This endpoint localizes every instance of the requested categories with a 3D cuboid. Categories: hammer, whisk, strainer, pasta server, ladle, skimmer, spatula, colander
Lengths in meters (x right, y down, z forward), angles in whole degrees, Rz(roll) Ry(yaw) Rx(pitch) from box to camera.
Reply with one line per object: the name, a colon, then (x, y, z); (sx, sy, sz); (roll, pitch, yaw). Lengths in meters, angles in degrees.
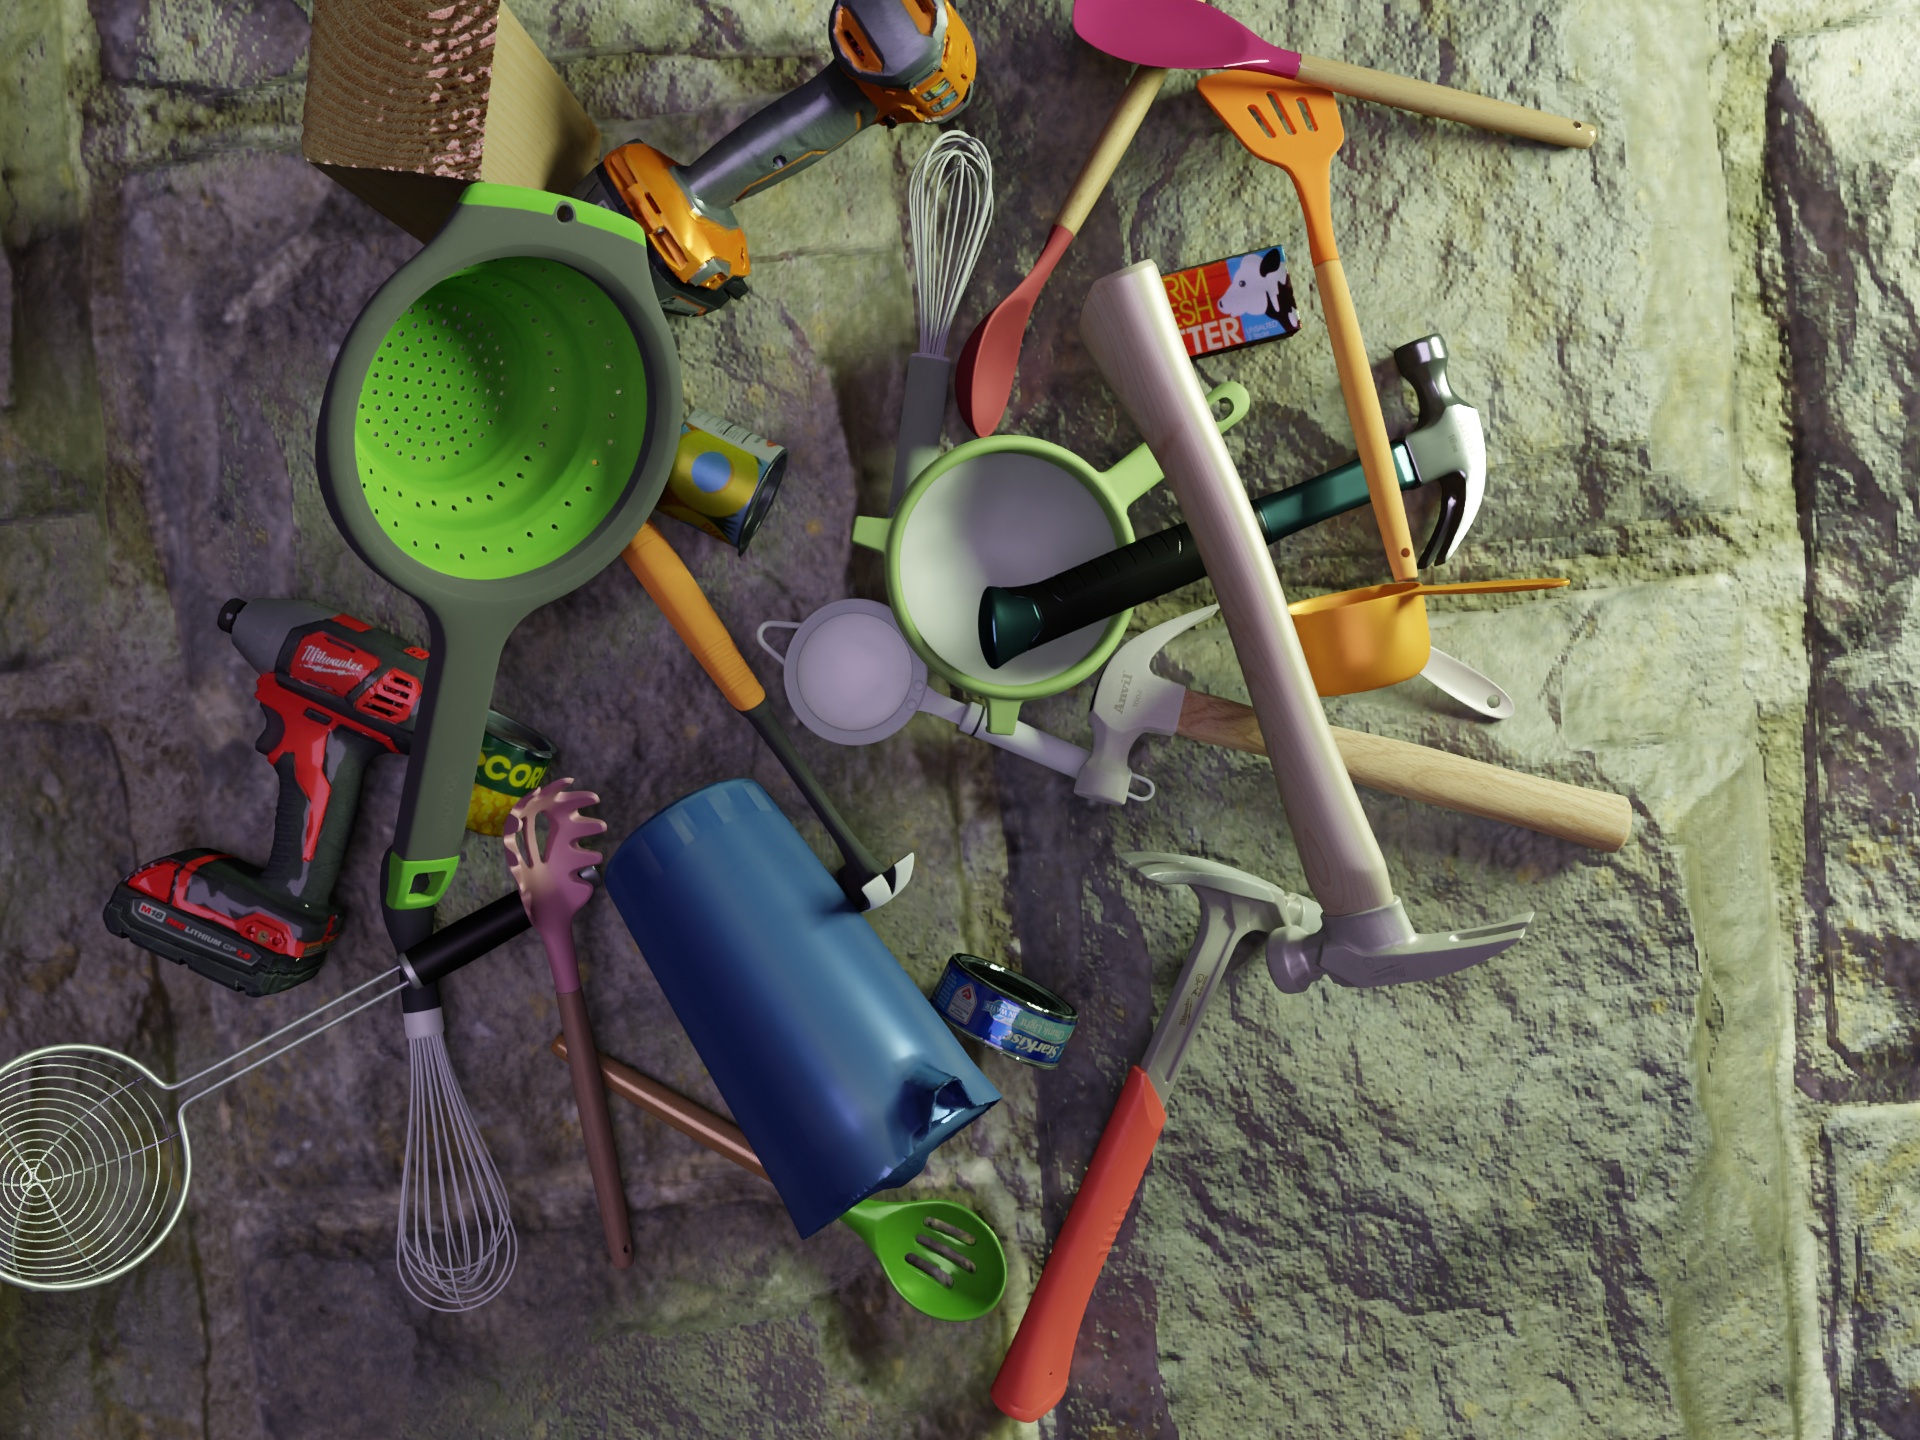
hammer: (0.092, 0.253, 0.947); (0.149, 0.037, 0.359); (18, 99, -33)
whisk: (-0.321, 0.215, 0.961); (0.070, 0.070, 0.284); (-9, 88, 1)
strainer: (0.063, -0.118, 0.941); (0.256, 0.069, 0.151); (-38, 99, -13)
hammer: (0.158, -0.109, 0.912); (0.331, 0.033, 0.128); (-23, 93, -13)
pasta server: (-0.223, 0.186, 0.943); (0.040, 0.060, 0.316); (5, 109, 42)
ladle: (0.073, -0.310, 0.933); (0.031, 0.069, 0.315); (28, 88, 18)
hammer: (0.169, -0.048, 0.846); (0.146, 0.038, 0.410); (-16, 101, 35)
hammer: (-0.138, -0.034, 0.923); (0.034, 0.127, 0.337); (-35, 87, -13)
skimmer: (-0.361, 0.174, 0.881); (0.363, 0.090, 0.127); (-29, 97, -19)
strainer: (-0.002, -0.003, 0.954); (0.258, 0.050, 0.087); (23, 88, -7)
spatula: (0.213, -0.234, 0.911); (0.081, 0.041, 0.323); (-12, 85, -9)
colander: (-0.278, -0.091, 0.861); (0.095, 0.204, 0.397); (29, 110, 37)
whisk: (-0.016, -0.222, 0.940); (0.058, 0.059, 0.246); (14, 99, 38)
hammer: (0.240, 0.020, 0.950); (0.331, 0.031, 0.130); (14, 83, -4)

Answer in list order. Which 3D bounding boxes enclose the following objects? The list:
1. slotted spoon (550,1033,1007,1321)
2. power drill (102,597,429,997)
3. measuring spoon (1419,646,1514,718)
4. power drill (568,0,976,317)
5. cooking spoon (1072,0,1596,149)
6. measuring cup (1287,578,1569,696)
slotted spoon: (-0.112, 0.273, 0.977); (0.314, 0.031, 0.070); (29, 92, 0)
power drill: (-0.405, 0.038, 0.942); (0.143, 0.078, 0.219); (25, 90, -1)
measuring spoon: (0.283, -0.035, 0.965); (0.124, 0.018, 0.034); (30, 93, -8)
power drill: (-0.091, -0.320, 0.890); (0.226, 0.164, 0.084); (-32, 93, 15)
cooking spoon: (0.219, -0.373, 0.923); (0.319, 0.017, 0.069); (10, 59, -7)
measuring cup: (0.249, -0.046, 0.865); (0.174, 0.095, 0.052); (-3, 102, 45)
